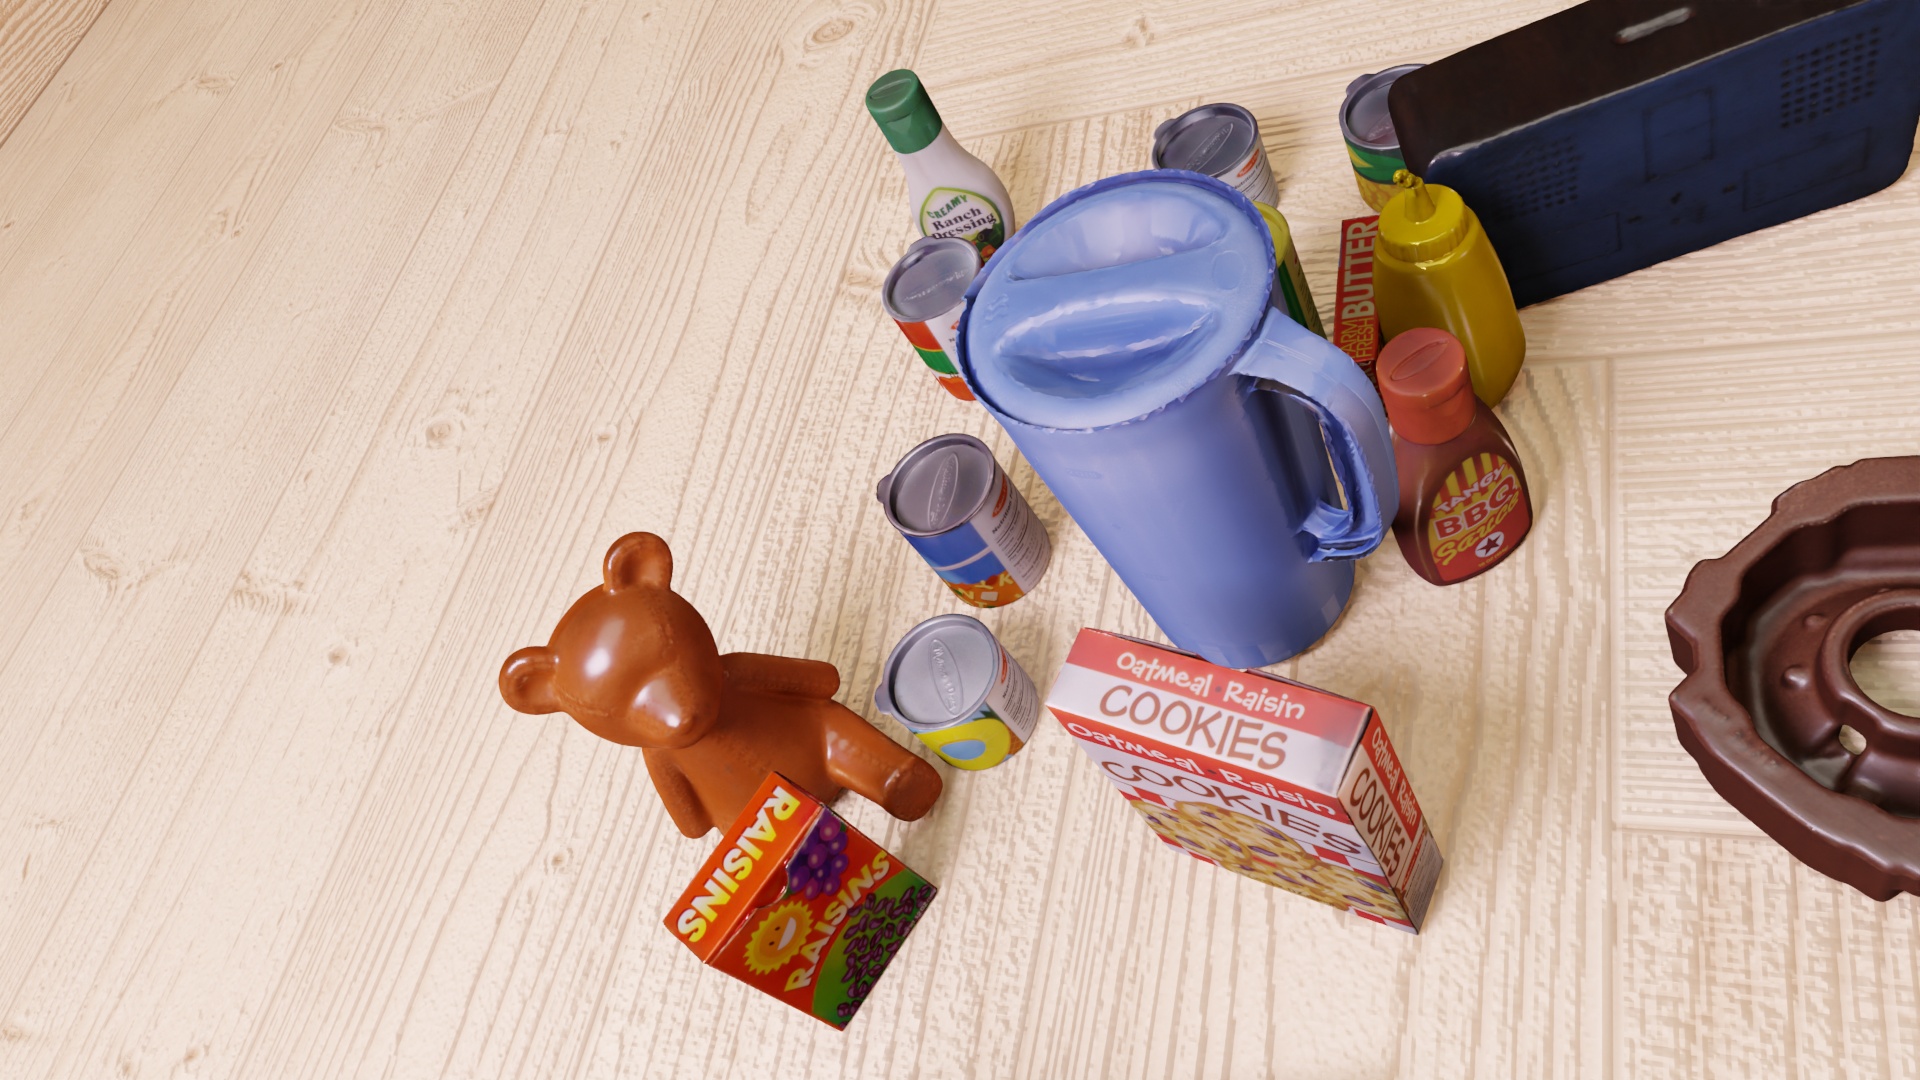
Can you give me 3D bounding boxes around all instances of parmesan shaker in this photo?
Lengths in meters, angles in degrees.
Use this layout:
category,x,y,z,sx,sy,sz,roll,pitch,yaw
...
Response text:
category,x,y,z,sx,sy,sz,roll,pitch,yaw
parmesan shaker,0.158,-0.123,0.754,0.071,0.102,0.071,-14,53,20

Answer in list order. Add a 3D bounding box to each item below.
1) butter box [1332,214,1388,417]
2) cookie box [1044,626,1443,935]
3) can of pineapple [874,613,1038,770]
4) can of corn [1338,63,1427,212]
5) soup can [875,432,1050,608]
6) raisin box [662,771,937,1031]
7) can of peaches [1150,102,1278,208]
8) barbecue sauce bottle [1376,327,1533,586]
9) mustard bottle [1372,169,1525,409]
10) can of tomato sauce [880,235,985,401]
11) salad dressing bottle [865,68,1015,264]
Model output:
category,x,y,z,sx,sy,sz,roll,pitch,yaw
butter box,0.220,-0.120,0.752,0.024,0.053,0.104,-4,57,27
cookie box,0.122,0.101,0.576,0.123,0.167,0.040,13,66,35
can of pineapple,-0.001,0.081,0.730,0.071,0.057,0.071,-14,53,20
can of corn,0.257,-0.232,0.806,0.071,0.058,0.071,-14,53,20
soup can,0.003,-0.010,0.773,0.071,0.083,0.072,-14,53,20
raisin box,-0.072,0.174,0.661,0.040,0.123,0.086,27,74,38
can of peaches,0.156,-0.226,0.856,0.071,0.058,0.071,-14,53,20
barbecue sauce bottle,0.220,-0.038,0.632,0.065,0.148,0.044,-34,49,4
mustard bottle,0.234,-0.125,0.677,0.065,0.159,0.049,32,78,40
can of tomato sauce,-0.002,-0.138,0.864,0.071,0.083,0.071,-14,53,20
salad dressing bottle,-0.013,-0.236,0.895,0.064,0.147,0.044,-16,53,19
